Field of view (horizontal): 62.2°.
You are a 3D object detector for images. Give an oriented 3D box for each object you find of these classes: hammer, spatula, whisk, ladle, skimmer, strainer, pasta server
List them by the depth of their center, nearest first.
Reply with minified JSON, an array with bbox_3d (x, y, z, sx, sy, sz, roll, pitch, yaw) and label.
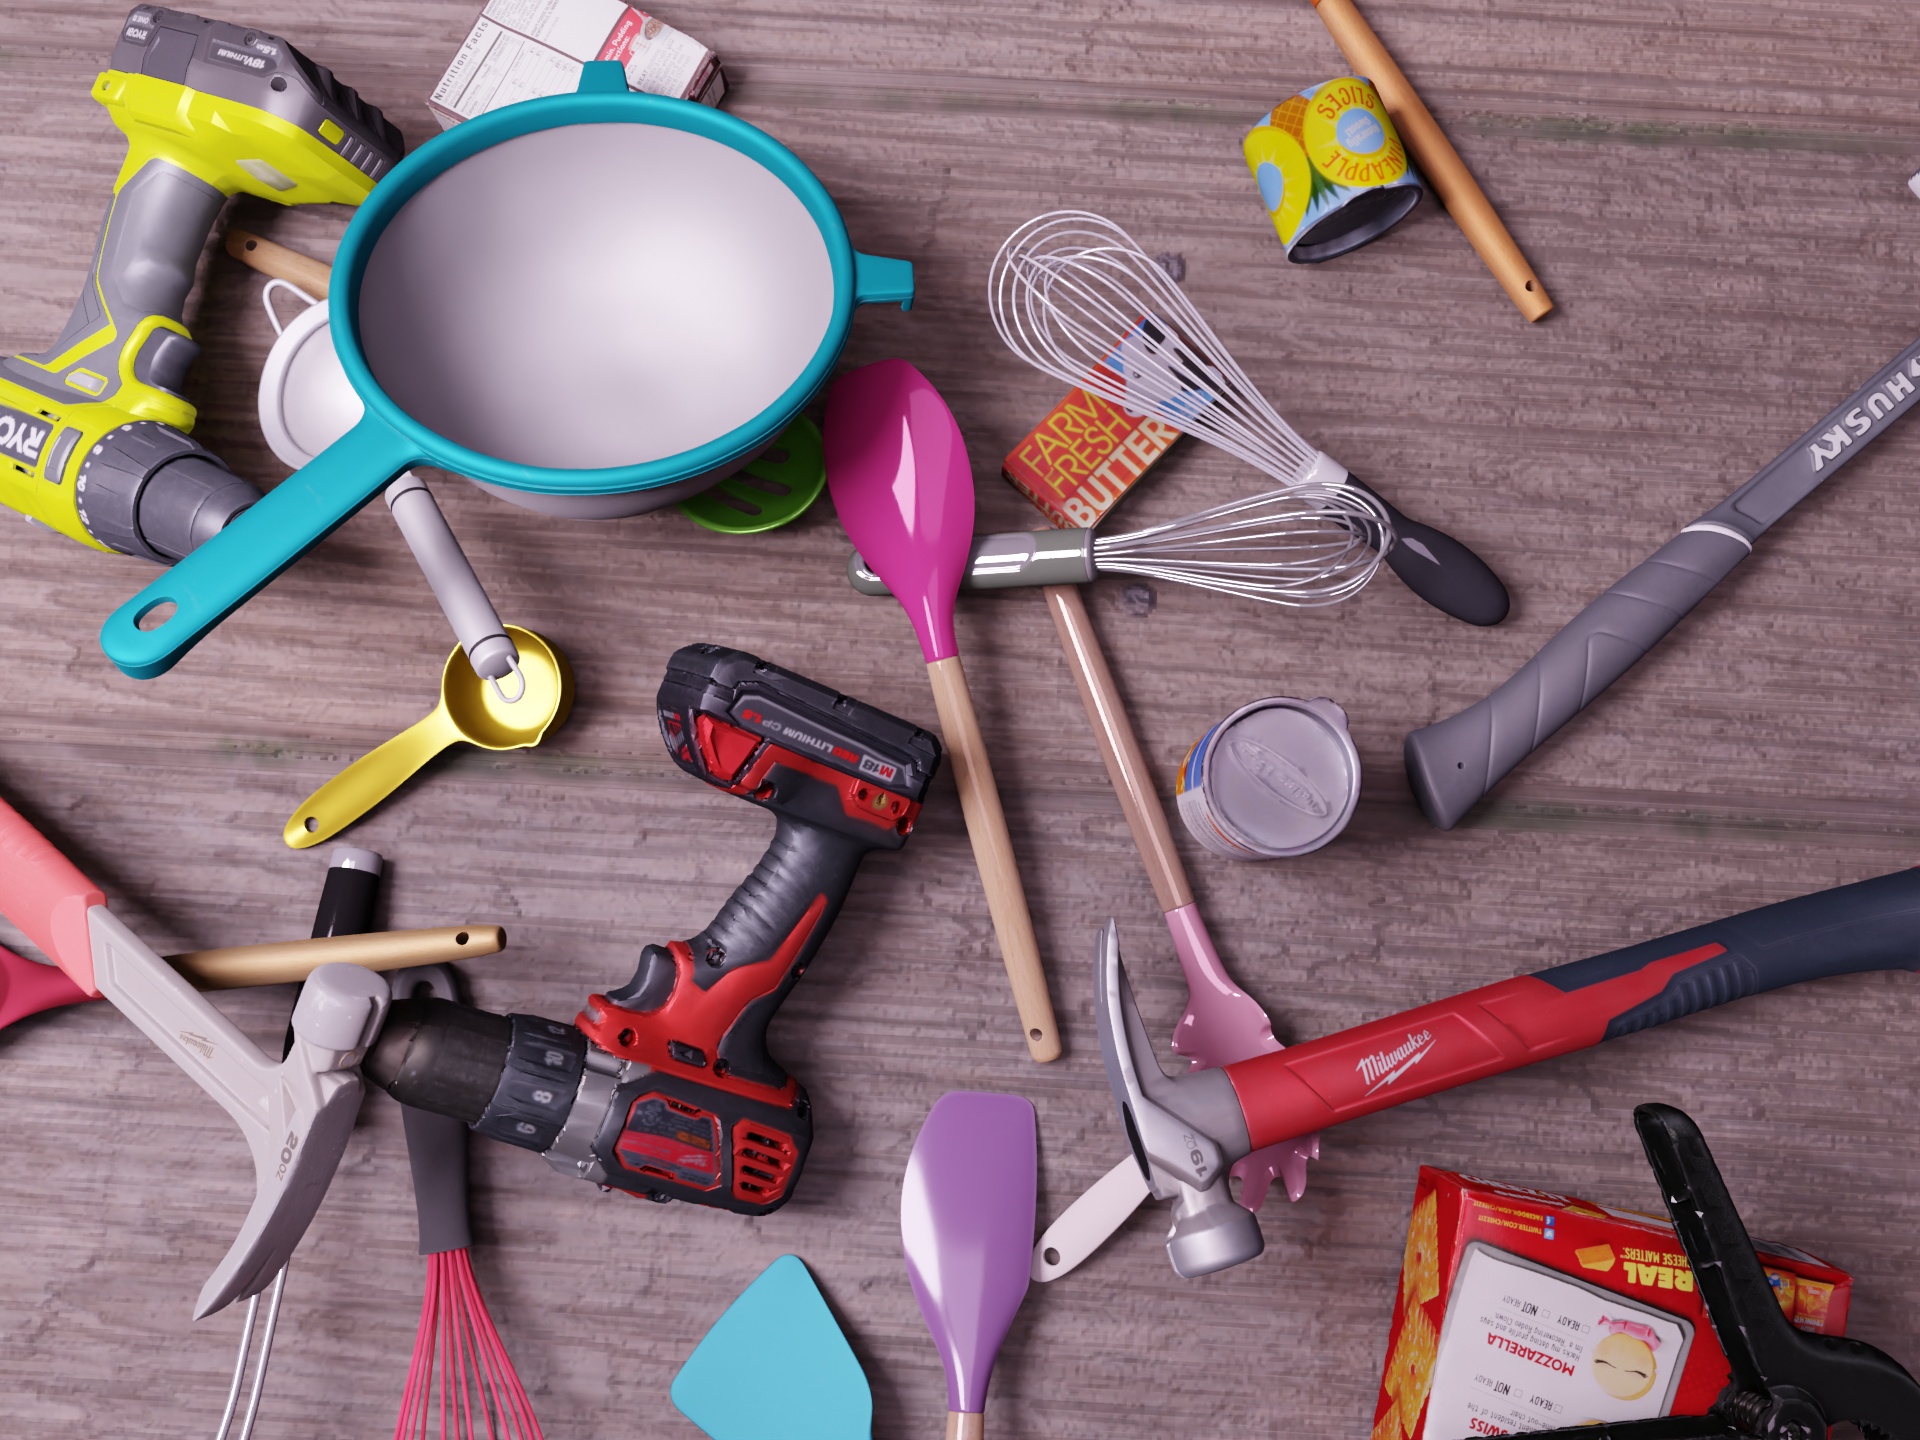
[{"bbox_3d":[-0.191,-0.118,0.657,0.211,0.095,0.340,38,68,15],"label":"strainer"},{"bbox_3d":[-0.001,0.315,0.661,0.060,0.018,0.316,4,70,-3],"label":"spatula"},{"bbox_3d":[-0.384,0.081,0.663,0.359,0.036,0.149,32,103,21],"label":"hammer"},{"bbox_3d":[0.249,0.108,0.676,0.386,0.038,0.143,-14,73,-11],"label":"hammer"},{"bbox_3d":[0.015,0.366,0.683,0.317,0.044,0.082,41,84,0],"label":"spatula"},{"bbox_3d":[-0.218,0.247,0.683,0.073,0.073,0.296,-10,77,-1],"label":"whisk"},{"bbox_3d":[-0.347,0.110,0.692,0.315,0.031,0.069,-7,71,8],"label":"ladle"},{"bbox_3d":[-0.289,0.241,0.697,0.127,0.090,0.363,4,73,5],"label":"skimmer"},{"bbox_3d":[0.065,-0.073,0.700,0.246,0.059,0.058,-2,71,17],"label":"whisk"},{"bbox_3d":[-0.246,-0.102,0.702,0.087,0.050,0.259,-39,63,8],"label":"strainer"},{"bbox_3d":[0.133,-0.125,0.707,0.284,0.070,0.070,34,84,-11],"label":"whisk"},{"bbox_3d":[0.087,0.059,0.711,0.060,0.040,0.316,-23,81,20],"label":"pasta server"},{"bbox_3d":[0.365,-0.091,0.730,0.409,0.036,0.149,-40,86,-4],"label":"hammer"},{"bbox_3d":[0.190,-0.328,0.756,0.081,0.041,0.323,-31,85,-4],"label":"spatula"}]

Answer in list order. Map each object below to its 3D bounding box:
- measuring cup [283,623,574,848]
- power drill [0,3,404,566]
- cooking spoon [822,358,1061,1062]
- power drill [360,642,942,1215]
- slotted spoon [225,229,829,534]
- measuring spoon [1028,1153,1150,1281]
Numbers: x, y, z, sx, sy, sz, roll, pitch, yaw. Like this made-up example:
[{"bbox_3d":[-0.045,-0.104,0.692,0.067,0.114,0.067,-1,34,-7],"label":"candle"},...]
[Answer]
[{"bbox_3d":[-0.244,0.013,0.730,0.156,0.029,0.062,-34,84,8],"label":"measuring cup"},{"bbox_3d":[-0.338,-0.180,0.696,0.191,0.080,0.228,22,87,25],"label":"power drill"},{"bbox_3d":[-0.001,-0.002,0.705,0.069,0.017,0.319,-14,93,23],"label":"cooking spoon"},{"bbox_3d":[-0.123,0.082,0.663,0.187,0.080,0.227,23,85,-23],"label":"power drill"},{"bbox_3d":[-0.205,-0.165,0.746,0.314,0.031,0.070,24,76,5],"label":"slotted spoon"},{"bbox_3d":[0.070,0.202,0.686,0.124,0.018,0.034,-48,69,14],"label":"measuring spoon"}]
